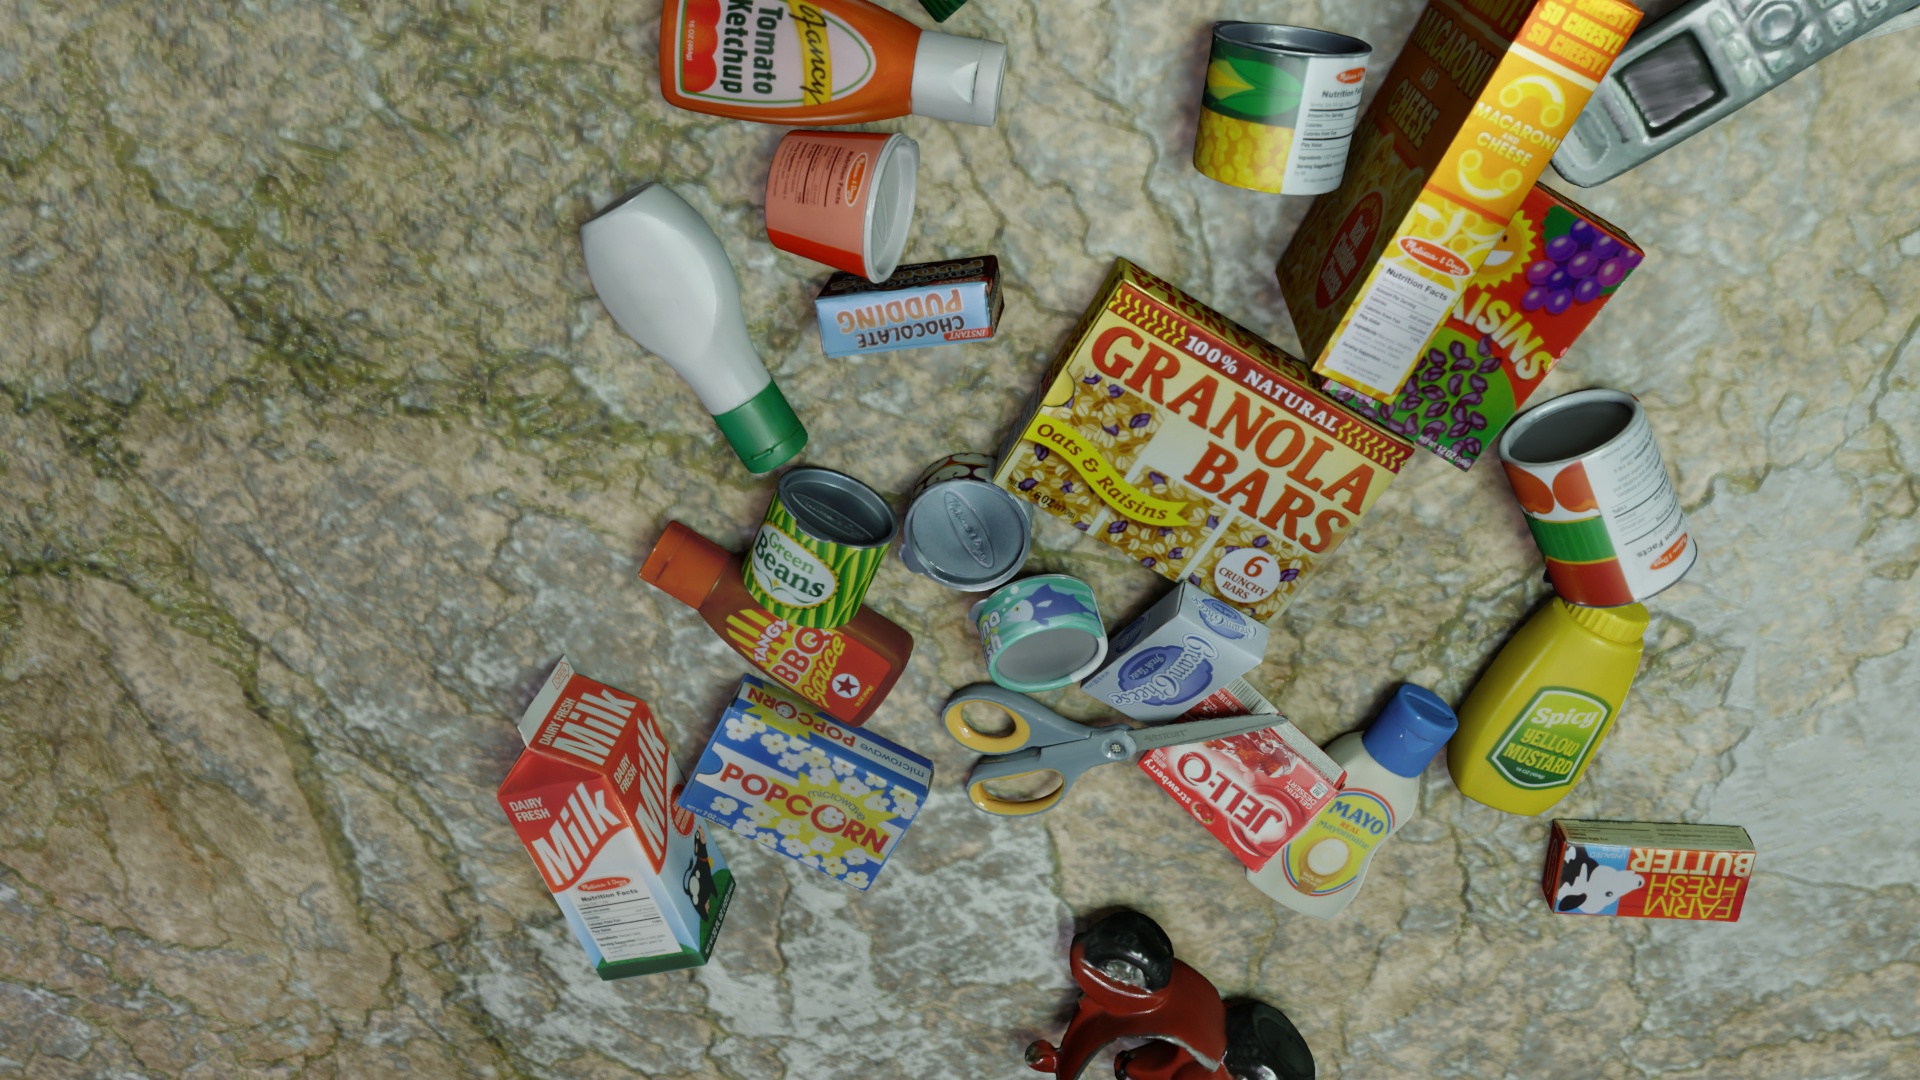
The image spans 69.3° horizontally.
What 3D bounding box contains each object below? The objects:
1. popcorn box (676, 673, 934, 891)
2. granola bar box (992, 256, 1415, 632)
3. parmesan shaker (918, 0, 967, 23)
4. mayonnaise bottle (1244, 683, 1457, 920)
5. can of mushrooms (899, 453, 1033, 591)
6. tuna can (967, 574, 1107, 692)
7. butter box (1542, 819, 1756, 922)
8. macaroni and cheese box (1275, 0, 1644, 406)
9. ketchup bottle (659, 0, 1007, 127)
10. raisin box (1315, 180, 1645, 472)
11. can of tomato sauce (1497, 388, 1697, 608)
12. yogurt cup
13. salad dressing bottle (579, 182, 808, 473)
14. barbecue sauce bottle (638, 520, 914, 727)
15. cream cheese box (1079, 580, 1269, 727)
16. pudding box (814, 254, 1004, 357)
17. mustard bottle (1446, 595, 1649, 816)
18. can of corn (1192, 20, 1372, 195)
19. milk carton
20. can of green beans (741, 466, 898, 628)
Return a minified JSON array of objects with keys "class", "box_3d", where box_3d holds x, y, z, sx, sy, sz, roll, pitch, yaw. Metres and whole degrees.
[{"class":"popcorn box","box_3d":[-0.090,0.143,0.817,0.127,0.038,0.084,27,120,-7]},{"class":"granola bar box","box_3d":[0.117,-0.044,0.686,0.165,0.039,0.123,28,118,-8]},{"class":"parmesan shaker","box_3d":[-0.017,-0.274,0.563,0.071,0.072,0.103,-37,108,24]},{"class":"mayonnaise bottle","box_3d":[0.219,0.145,0.773,0.065,0.041,0.147,27,119,0]},{"class":"can of mushrooms","box_3d":[0.003,-0.009,0.724,0.071,0.033,0.070,3,119,6]},{"class":"tuna can","box_3d":[0.041,0.050,0.734,0.071,0.033,0.070,-8,143,-6]},{"class":"butter box","box_3d":[0.387,0.186,0.783,0.103,0.024,0.053,1,118,7]},{"class":"macaroni and cheese box","box_3d":[0.193,-0.155,0.567,0.040,0.124,0.165,23,119,-8]},{"class":"ketchup bottle","box_3d":[-0.055,-0.213,0.615,0.149,0.044,0.064,10,110,2]},{"class":"raisin box","box_3d":[0.233,-0.105,0.635,0.086,0.040,0.122,28,117,-8]},{"class":"can of tomato sauce","box_3d":[0.300,-0.020,0.660,0.071,0.071,0.083,-24,112,19]},{"class":"yogurt cup","box_3d":[-0.055,-0.156,0.635,0.054,0.073,0.072,13,120,10]},{"class":"salad dressing bottle","box_3d":[-0.128,-0.102,0.686,0.064,0.044,0.147,-23,114,17]},{"class":"barbecue sauce bottle","box_3d":[-0.103,0.042,0.760,0.148,0.044,0.064,32,119,-9]},{"class":"cream cheese box","box_3d":[0.111,0.062,0.731,0.053,0.024,0.103,28,144,-10]},{"class":"pudding box","box_3d":[-0.024,-0.112,0.662,0.084,0.050,0.030,-4,116,10]},{"class":"mustard bottle","box_3d":[0.310,0.070,0.716,0.065,0.049,0.159,16,119,-5]},{"class":"can of corn","box_3d":[0.134,-0.185,0.593,0.071,0.071,0.058,8,120,4]},{"class":"milk carton","box_3d":[-0.208,0.164,0.825,0.073,0.073,0.189,-13,117,14]},{"class":"can of green beans","box_3d":[-0.074,0.004,0.722,0.071,0.071,0.057,25,119,-6]}]
